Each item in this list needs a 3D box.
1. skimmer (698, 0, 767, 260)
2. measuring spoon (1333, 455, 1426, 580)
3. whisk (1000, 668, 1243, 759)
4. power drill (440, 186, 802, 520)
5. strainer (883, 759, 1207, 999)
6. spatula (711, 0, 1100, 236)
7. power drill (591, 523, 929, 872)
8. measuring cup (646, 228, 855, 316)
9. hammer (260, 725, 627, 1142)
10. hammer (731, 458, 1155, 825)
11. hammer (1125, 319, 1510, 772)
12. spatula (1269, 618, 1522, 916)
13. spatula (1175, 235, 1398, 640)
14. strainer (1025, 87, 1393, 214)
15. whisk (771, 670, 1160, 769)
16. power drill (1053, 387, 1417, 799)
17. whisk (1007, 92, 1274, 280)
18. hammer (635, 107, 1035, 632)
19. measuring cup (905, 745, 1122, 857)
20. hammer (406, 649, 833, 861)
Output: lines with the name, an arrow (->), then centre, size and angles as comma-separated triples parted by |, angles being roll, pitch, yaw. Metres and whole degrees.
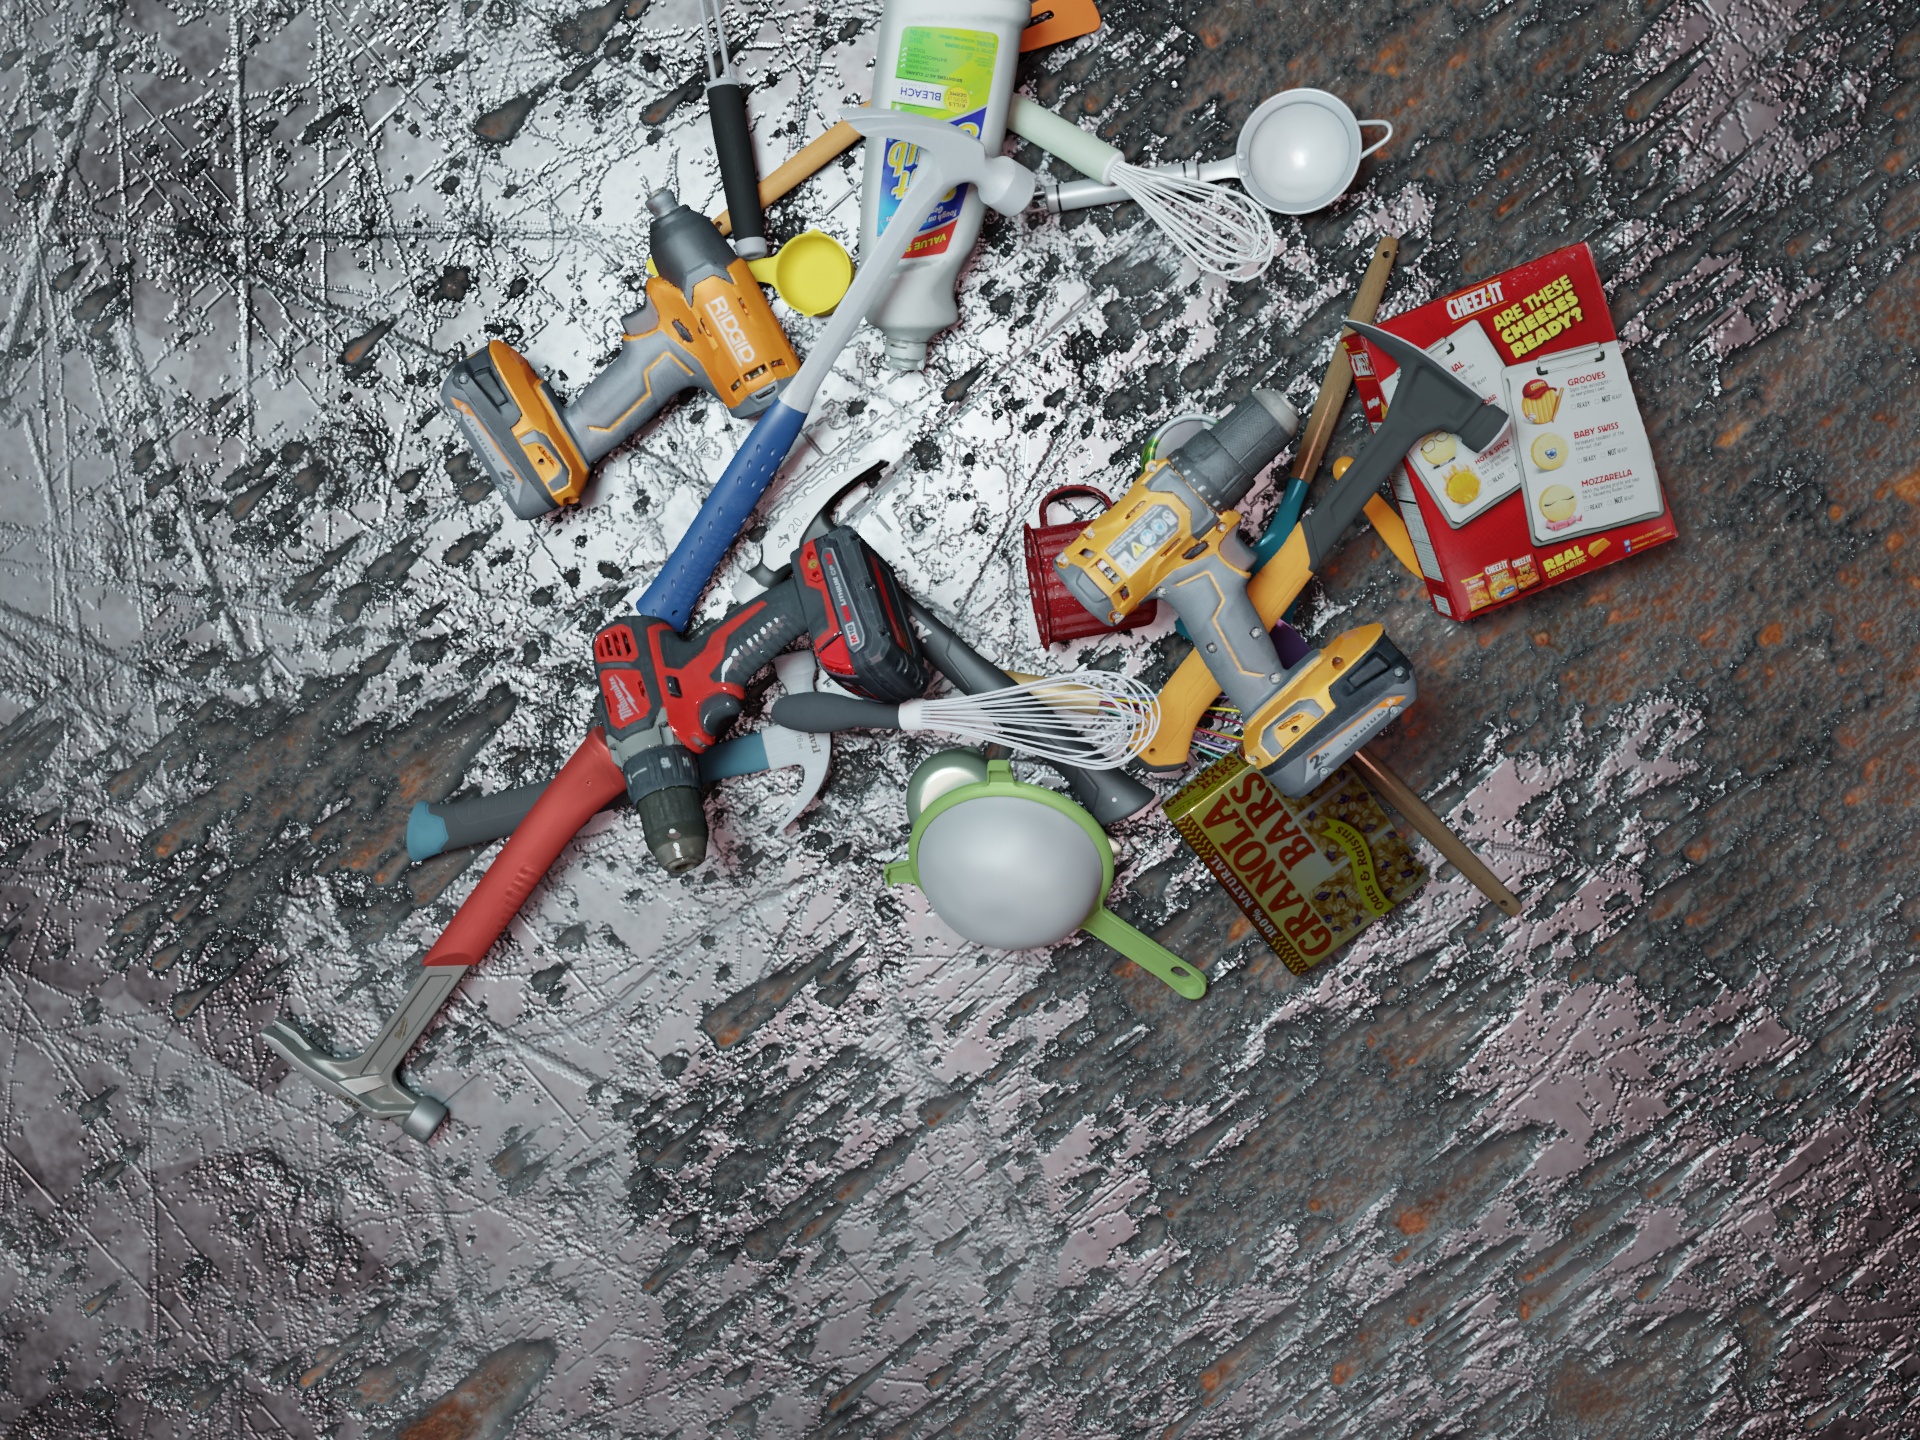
skimmer -> -0.180, -0.505, 1.088 | 0.127, 0.090, 0.363 | -10, 91, 3
measuring spoon -> 0.308, -0.144, 1.144 | 0.021, 0.011, 0.116 | -46, 105, -10
whisk -> 0.124, -0.008, 1.164 | 0.245, 0.047, 0.051 | 10, 98, 6
power drill -> -0.243, -0.256, 1.115 | 0.226, 0.084, 0.164 | -27, 112, 3
strainer -> 0.074, 0.148, 1.143 | 0.256, 0.069, 0.151 | 34, 126, -14
spatula -> -0.051, -0.439, 1.134 | 0.322, 0.041, 0.081 | -34, 95, 9
power drill -> -0.140, -0.014, 1.088 | 0.226, 0.080, 0.188 | -23, 66, 13
measuring cup -> -0.151, -0.324, 1.152 | 0.156, 0.029, 0.062 | 7, 96, 13
hammer -> -0.363, 0.145, 1.172 | 0.149, 0.037, 0.359 | 36, 103, -6
hammer -> 0.004, -0.045, 1.143 | 0.335, 0.035, 0.146 | 40, 101, 4
hammer -> 0.216, -0.105, 1.085 | 0.127, 0.034, 0.337 | 35, 106, -2
spatula -> 0.300, 0.031, 1.166 | 0.316, 0.018, 0.059 | 45, 119, -4
spatula -> 0.250, -0.196, 1.148 | 0.082, 0.044, 0.317 | 21, 92, 1
strainer -> 0.170, -0.387, 1.122 | 0.258, 0.050, 0.087 | -7, 90, 8
whisk -> -0.002, -0.005, 1.104 | 0.284, 0.070, 0.070 | 2, 96, 19
power drill -> 0.199, -0.085, 1.037 | 0.185, 0.084, 0.226 | -44, 91, 14
whisk -> 0.112, -0.375, 1.095 | 0.246, 0.058, 0.059 | 36, 138, 18
hammer -> -0.114, -0.227, 1.087 | 0.405, 0.144, 0.035 | -53, 47, 22
measuring cup -> 0.040, 0.074, 1.173 | 0.167, 0.038, 0.083 | 17, 96, 2
hammer -> -0.254, 0.047, 1.185 | 0.331, 0.033, 0.128 | -14, 94, 4
